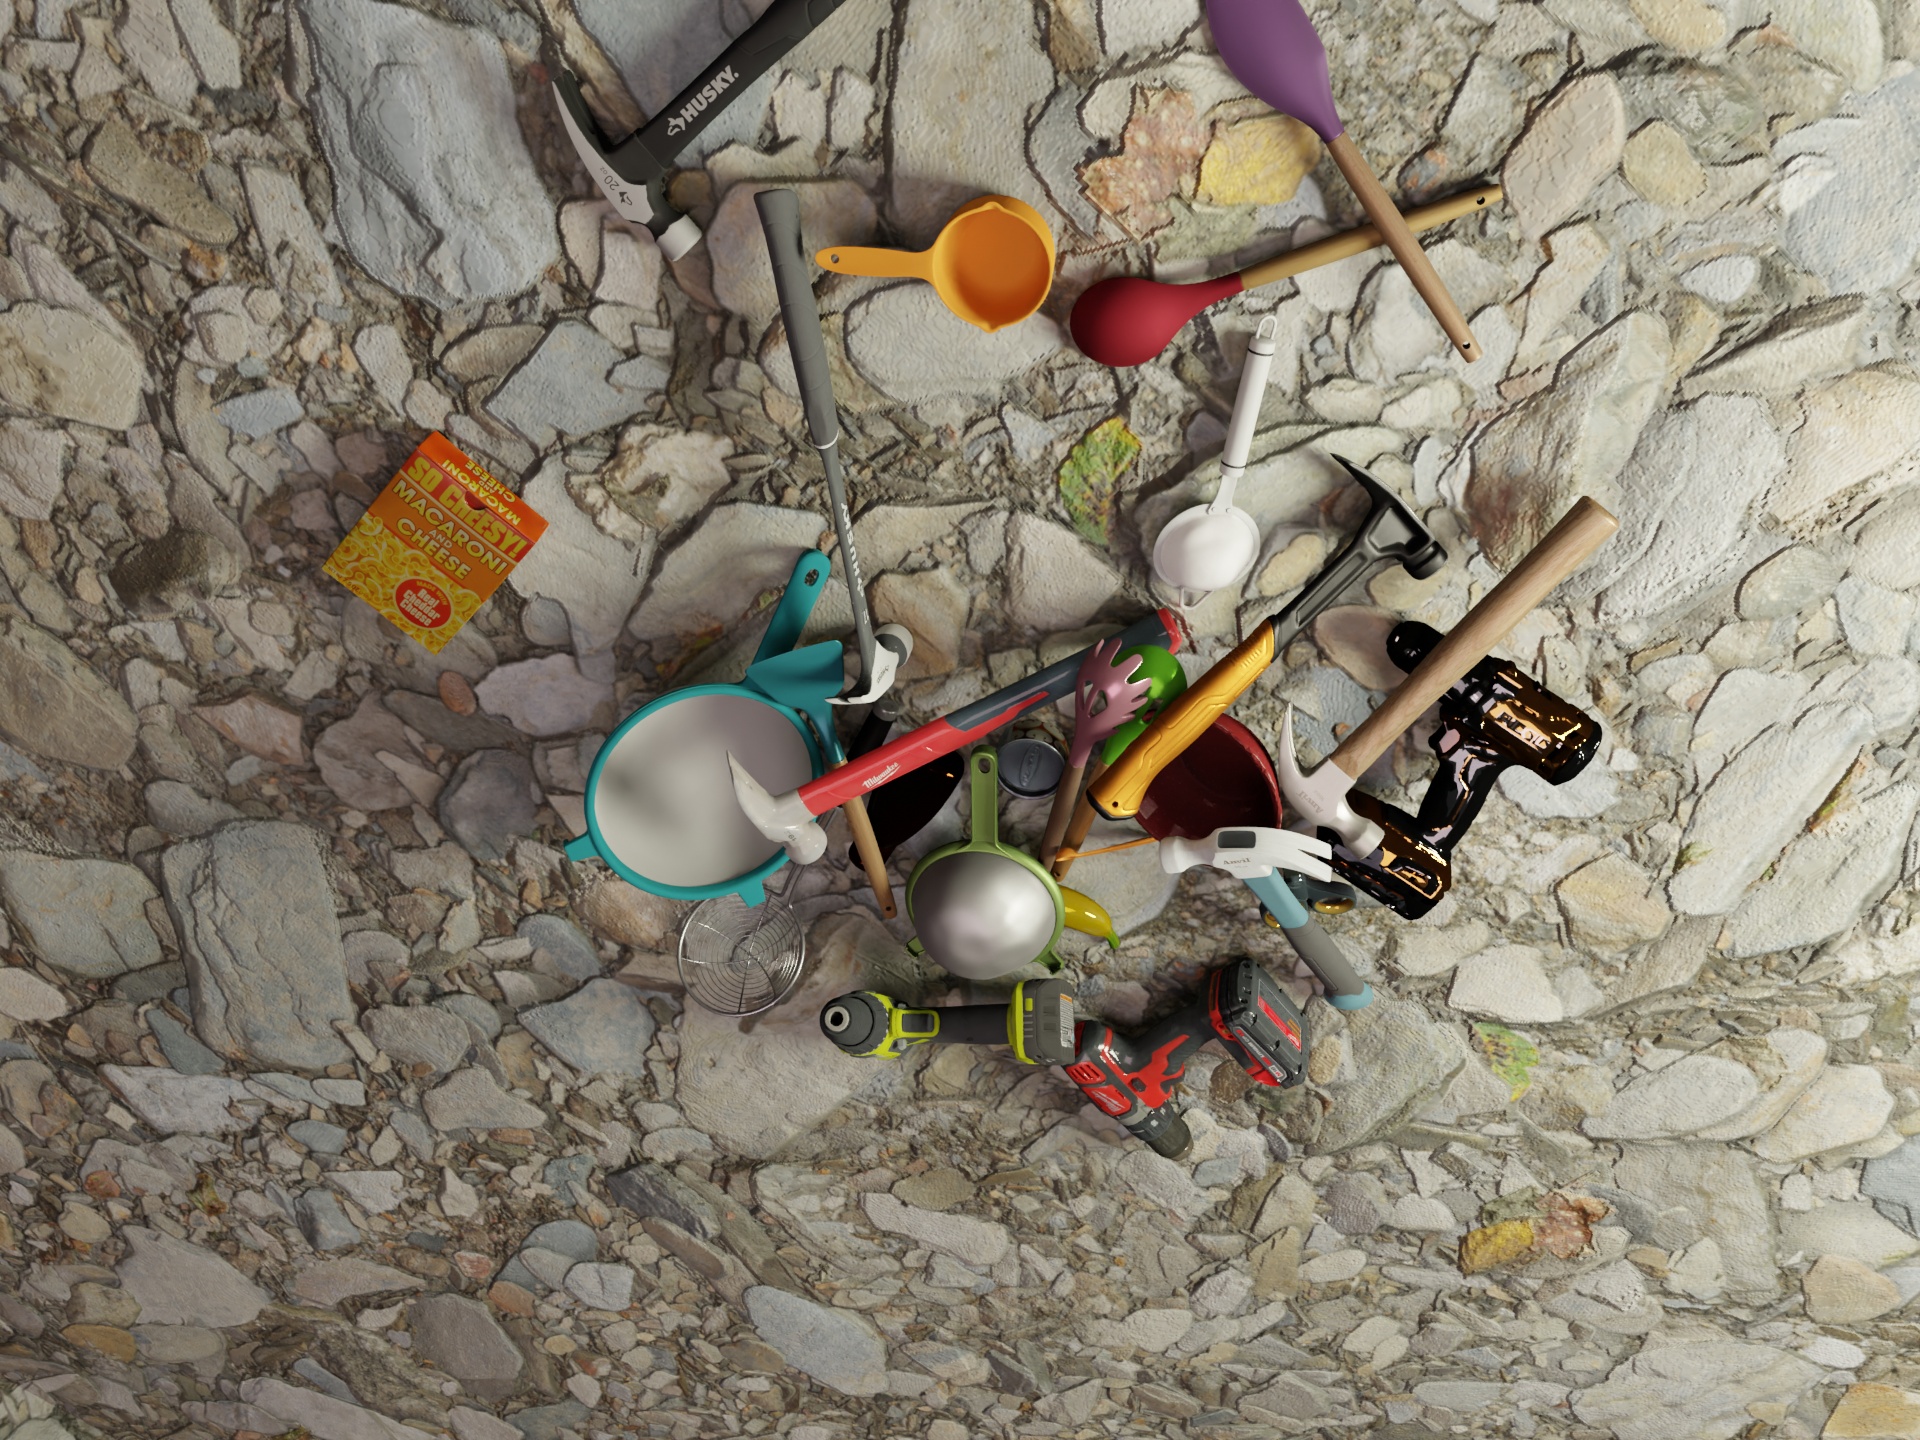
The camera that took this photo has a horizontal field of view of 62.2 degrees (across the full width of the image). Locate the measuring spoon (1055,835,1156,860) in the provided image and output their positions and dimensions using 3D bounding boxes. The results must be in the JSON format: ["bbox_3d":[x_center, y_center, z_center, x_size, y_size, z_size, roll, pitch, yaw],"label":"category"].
[{"bbox_3d":[0.140,0.111,1.431,0.117,0.011,0.021,-10,167,-14],"label":"measuring spoon"}]

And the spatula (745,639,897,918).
[{"bbox_3d":[-0.102,0.060,1.394,0.082,0.044,0.317,-17,123,0],"label":"spatula"}]

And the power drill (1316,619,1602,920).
[{"bbox_3d":[0.386,0.037,1.322,0.185,0.084,0.226,33,119,-3],"label":"power drill"}]

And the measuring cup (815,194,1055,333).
[{"bbox_3d":[-0.016,-0.339,1.158,0.173,0.052,0.095,6,125,9],"label":"measuring cup"}]

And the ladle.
[{"bbox_3d":[0.227,-0.323,1.140,0.315,0.031,0.069,-16,119,18],"label":"ladle"}]

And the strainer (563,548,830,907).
[{"bbox_3d":[-0.206,-0.008,1.399,0.210,0.095,0.340,19,105,-29],"label":"strainer"}]

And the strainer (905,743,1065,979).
[{"bbox_3d":[0.017,0.143,1.422,0.151,0.069,0.256,6,124,10],"label":"strainer"}]

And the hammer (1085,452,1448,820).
[{"bbox_3d":[0.220,-0.052,1.241,0.337,0.034,0.127,-45,114,8],"label":"hammer"}]

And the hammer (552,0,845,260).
[{"bbox_3d":[-0.137,-0.474,1.098,0.334,0.035,0.146,-32,114,27],"label":"hammer"}]

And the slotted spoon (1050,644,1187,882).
[{"bbox_3d":[0.123,0.050,1.371,0.070,0.031,0.313,29,140,9],"label":"slotted spoon"}]

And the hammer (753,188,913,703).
[{"bbox_3d":[-0.104,-0.202,1.232,0.036,0.149,0.408,-3,116,16],"label":"hammer"}]

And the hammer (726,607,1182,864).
[{"bbox_3d":[-0.002,-0.004,1.317,0.386,0.038,0.143,-26,139,7],"label":"hammer"}]

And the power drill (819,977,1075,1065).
[{"bbox_3d":[-0.014,0.287,1.511,0.228,0.080,0.190,-3,166,11],"label":"power drill"}]

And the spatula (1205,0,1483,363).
[{"bbox_3d":[0.267,-0.375,1.085,0.060,0.018,0.315,-31,106,28],"label":"spatula"}]

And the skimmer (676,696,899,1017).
[{"bbox_3d":[-0.156,0.127,1.474,0.127,0.090,0.363,42,124,18],"label":"skimmer"}]

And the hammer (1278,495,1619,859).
[{"bbox_3d":[0.375,-0.043,1.242,0.130,0.031,0.331,41,114,2],"label":"hammer"}]

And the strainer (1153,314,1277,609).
[{"bbox_3d":[0.207,-0.187,1.227,0.087,0.050,0.258,3,122,-10],"label":"strainer"}]

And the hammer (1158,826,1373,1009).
[{"bbox_3d":[0.294,0.179,1.390,0.128,0.033,0.330,-9,145,28],"label":"hammer"}]

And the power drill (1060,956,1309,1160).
[{"bbox_3d":[0.230,0.343,1.560,0.226,0.080,0.187,-30,114,29],"label":"power drill"}]

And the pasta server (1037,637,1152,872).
[{"bbox_3d":[0.100,0.045,1.350,0.060,0.040,0.316,42,149,20],"label":"pasta server"}]
